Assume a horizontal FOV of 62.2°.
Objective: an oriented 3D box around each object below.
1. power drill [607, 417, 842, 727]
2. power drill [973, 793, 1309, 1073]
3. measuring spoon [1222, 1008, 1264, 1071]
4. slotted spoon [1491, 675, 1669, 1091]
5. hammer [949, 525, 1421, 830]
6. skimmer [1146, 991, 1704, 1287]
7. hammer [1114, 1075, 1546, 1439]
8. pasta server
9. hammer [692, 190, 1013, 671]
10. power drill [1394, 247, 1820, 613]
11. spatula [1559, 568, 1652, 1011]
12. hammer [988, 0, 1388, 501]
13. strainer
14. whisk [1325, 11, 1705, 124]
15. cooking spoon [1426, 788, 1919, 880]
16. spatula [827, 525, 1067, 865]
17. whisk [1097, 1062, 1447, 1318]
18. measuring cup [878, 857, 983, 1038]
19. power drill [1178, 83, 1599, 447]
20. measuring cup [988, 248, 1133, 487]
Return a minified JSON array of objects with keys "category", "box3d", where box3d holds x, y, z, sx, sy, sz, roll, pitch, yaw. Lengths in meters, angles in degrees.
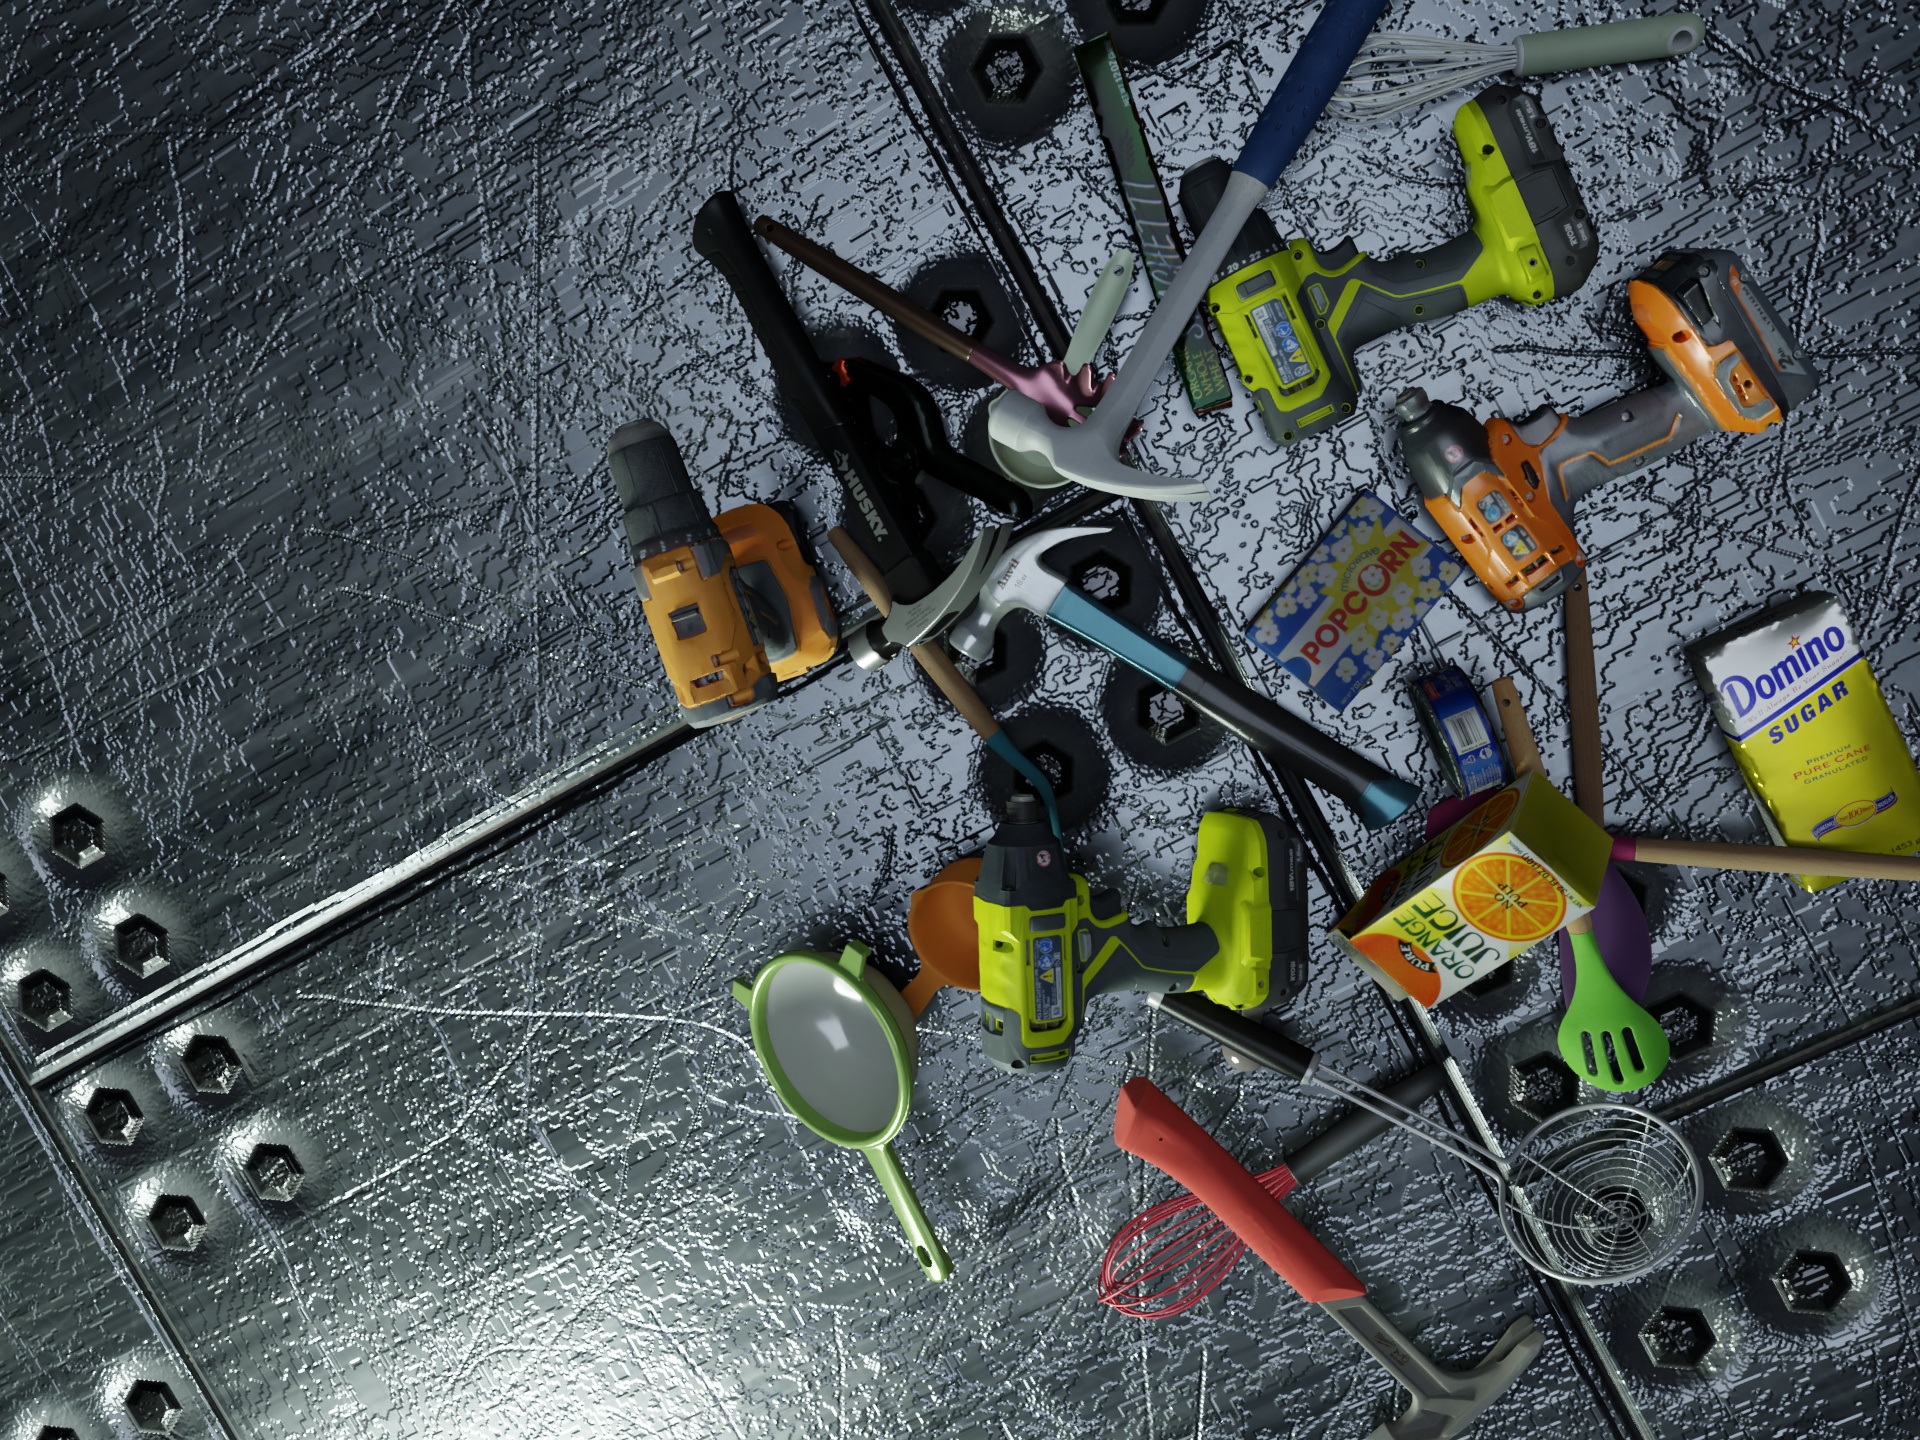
[{"category":"power drill","box3d":[-0.155,-0.099,1.028,0.084,0.226,0.185,-19,95,10]},{"category":"power drill","box3d":[0.116,0.126,1.041,0.223,0.080,0.171,-4,96,-27]},{"category":"measuring spoon","box3d":[0.210,0.191,1.125,0.034,0.018,0.124,10,99,7]},{"category":"slotted spoon","box3d":[0.404,0.117,1.060,0.070,0.031,0.313,-15,103,29]},{"category":"hammer","box3d":[0.163,-0.023,1.095,0.331,0.033,0.128,32,102,2]},{"category":"skimmer","box3d":[0.294,0.249,1.054,0.363,0.090,0.127,25,63,15]},{"category":"hammer","box3d":[0.241,0.363,1.088,0.149,0.037,0.359,-44,104,2]},{"category":"pasta server","box3d":[-0.014,-0.260,1.056,0.316,0.040,0.060,34,92,14]},{"category":"hammer","box3d":[-0.088,-0.210,1.071,0.146,0.035,0.335,-33,82,36]},{"category":"power drill","box3d":[0.396,-0.196,1.007,0.226,0.084,0.164,-38,101,14]},{"category":"spatula","box3d":[0.428,0.053,1.076,0.060,0.018,0.316,-6,98,13]},{"category":"hammer","box3d":[0.178,-0.320,0.980,0.144,0.035,0.405,31,91,18]},{"category":"strainer","box3d":[-0.052,0.269,1.133,0.151,0.069,0.256,-24,92,43]},{"category":"whisk","box3d":[0.346,-0.421,1.011,0.246,0.059,0.057,-6,134,5]},{"category":"cooking spoon","box3d":[0.472,0.086,1.047,0.319,0.017,0.068,3,102,19]},{"category":"spatula","box3d":[-0.002,-0.004,1.112,0.044,0.082,0.317,-38,86,-1]},{"category":"whisk","box3d":[0.219,0.331,1.125,0.296,0.073,0.073,-36,92,6]},{"category":"measuring cup","box3d":[-0.007,0.167,1.142,0.095,0.052,0.173,39,126,4]},{"category":"power drill","box3d":[0.266,-0.307,1.020,0.228,0.080,0.190,-24,94,13]},{"category":"measuring cup","box3d":[0.077,-0.237,1.075,0.083,0.038,0.167,26,98,4]}]
